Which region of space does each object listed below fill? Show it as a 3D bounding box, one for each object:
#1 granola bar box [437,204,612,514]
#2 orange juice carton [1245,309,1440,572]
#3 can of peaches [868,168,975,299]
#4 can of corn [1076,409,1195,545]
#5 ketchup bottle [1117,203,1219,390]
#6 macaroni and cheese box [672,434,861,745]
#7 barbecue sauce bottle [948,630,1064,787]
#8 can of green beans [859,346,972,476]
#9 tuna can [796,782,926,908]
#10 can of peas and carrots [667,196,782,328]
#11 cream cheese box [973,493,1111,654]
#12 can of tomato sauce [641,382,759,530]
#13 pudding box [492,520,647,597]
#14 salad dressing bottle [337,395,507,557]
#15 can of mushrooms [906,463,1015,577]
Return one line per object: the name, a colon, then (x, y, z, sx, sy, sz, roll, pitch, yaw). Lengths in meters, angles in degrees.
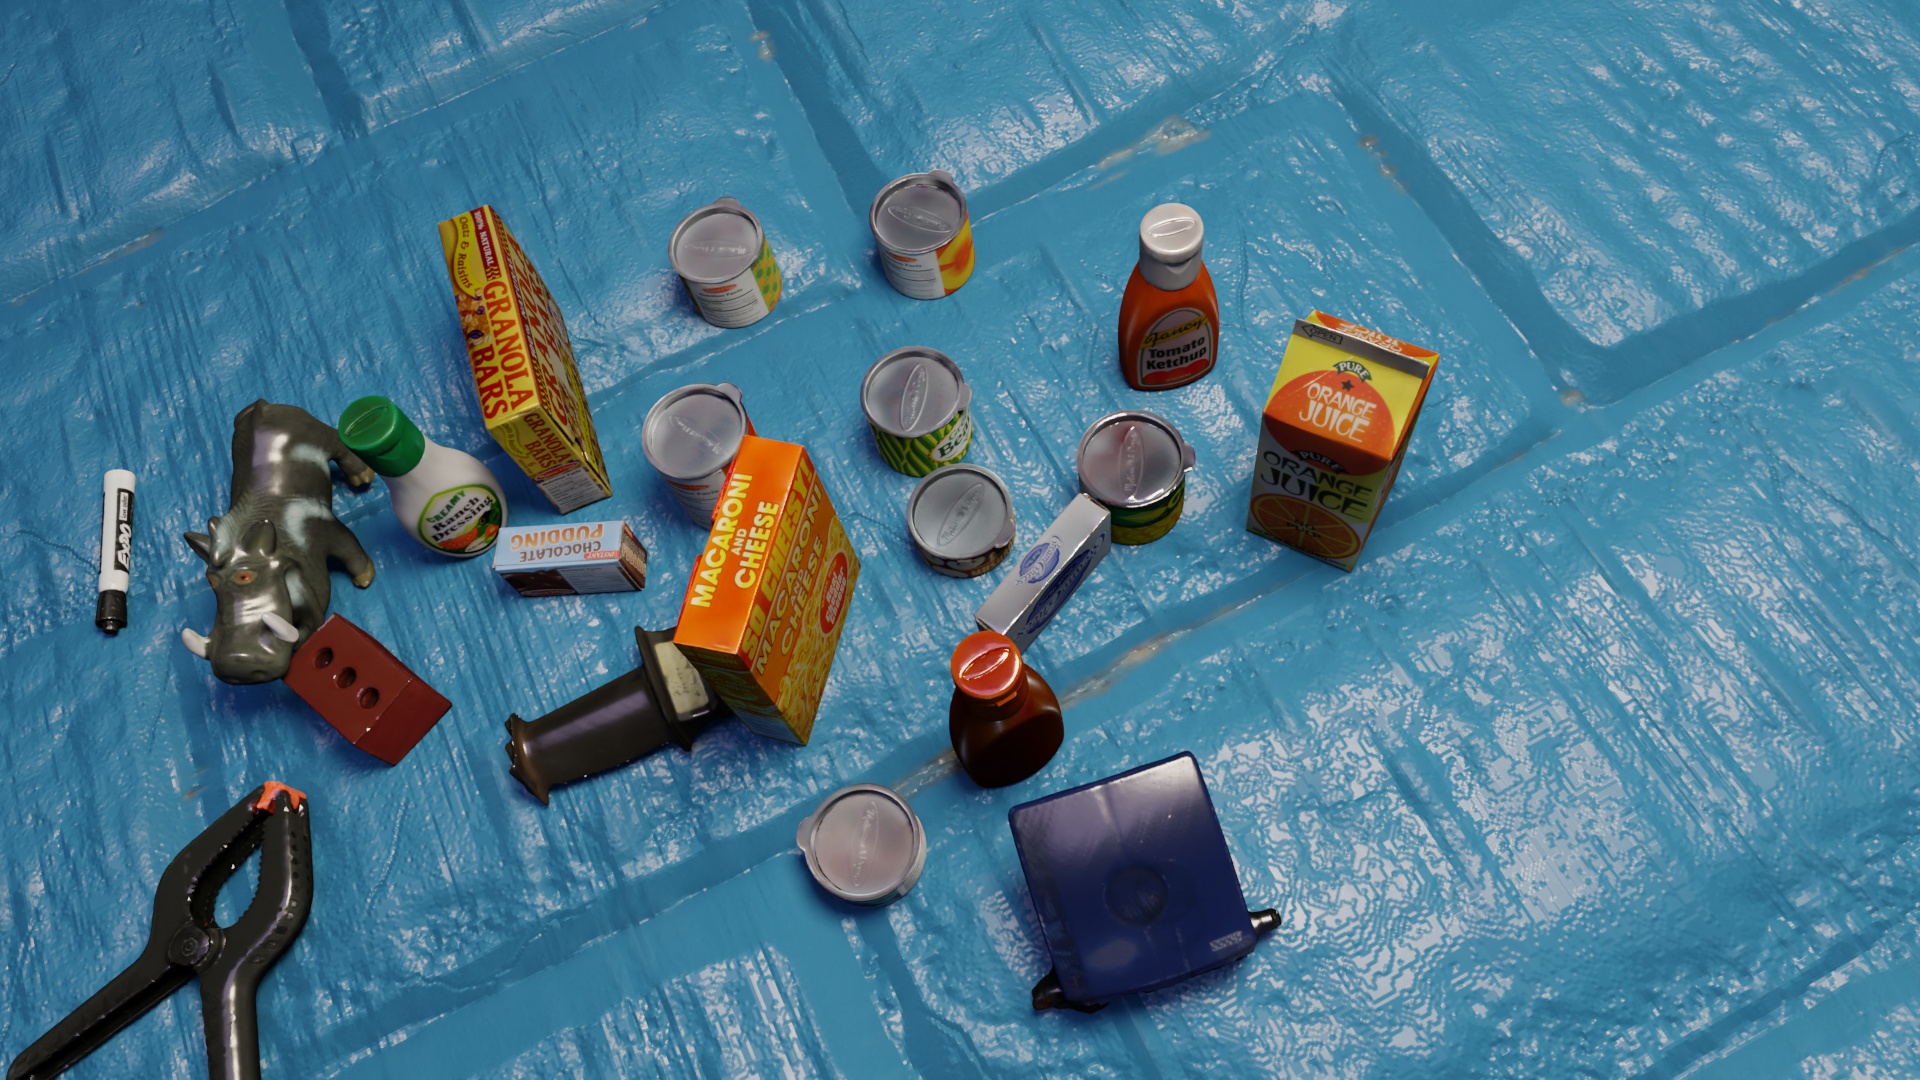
granola bar box: (-0.283, -0.117, 0.908, 0.039, 0.123, 0.166, -21, 65, -2)
orange juice carton: (0.212, -0.061, 0.779, 0.072, 0.192, 0.073, 24, 71, 17)
can of peaches: (-0.024, -0.210, 0.953, 0.071, 0.058, 0.071, -3, 65, 6)
can of corn: (0.108, -0.038, 0.856, 0.071, 0.058, 0.071, -3, 65, 6)
ketchup bottle: (0.128, -0.148, 0.855, 0.065, 0.148, 0.044, -15, 65, 1)
macaroni and cheese box: (-0.106, 0.034, 0.791, 0.040, 0.166, 0.124, 10, 67, 12)
barbecue sauce bottle: (0.022, 0.092, 0.758, 0.065, 0.148, 0.044, -30, 65, -6)
can of green beans: (-0.027, -0.082, 0.895, 0.071, 0.057, 0.071, -3, 65, 6)
tuna can: (-0.056, 0.175, 0.793, 0.071, 0.032, 0.071, -3, 65, 6)
can of peas and carrots: (-0.162, -0.192, 0.963, 0.071, 0.058, 0.071, -3, 65, 6)
cream cheese box: (0.051, 0.024, 0.838, 0.024, 0.053, 0.104, 36, 74, 21)
can of tomato sauce: (-0.156, -0.053, 0.884, 0.071, 0.082, 0.071, -3, 65, 6)
pudding box: (-0.248, 0.012, 0.884, 0.084, 0.049, 0.030, -4, 65, 6)
salad dressing bottle: (-0.334, -0.039, 0.865, 0.064, 0.147, 0.044, -38, 67, -10)
can of mushrooms: (0.003, -0.011, 0.871, 0.071, 0.033, 0.071, -3, 65, 6)
